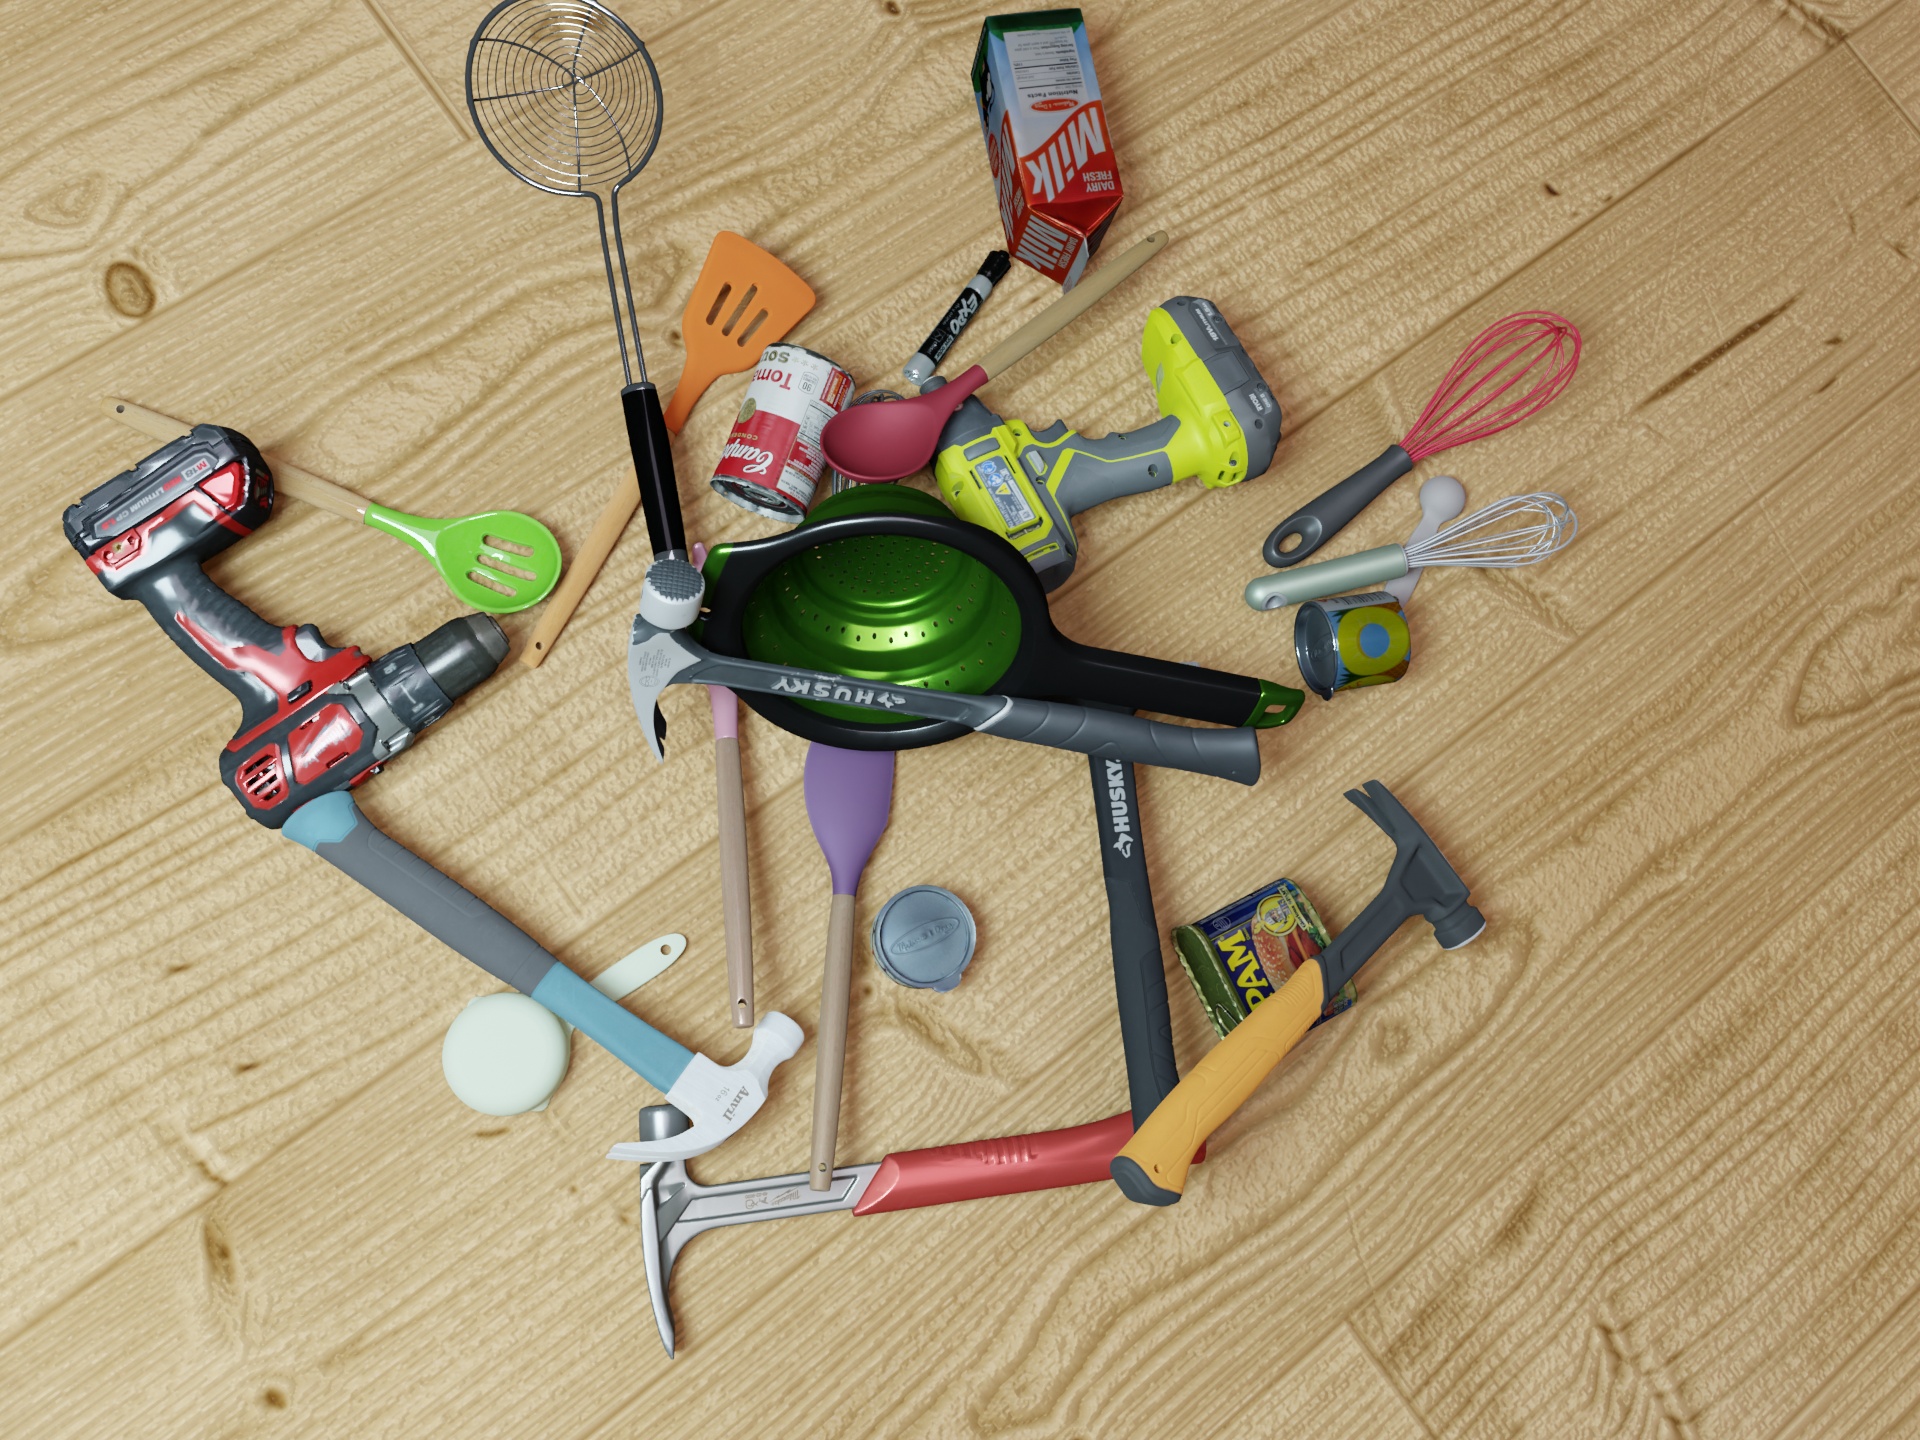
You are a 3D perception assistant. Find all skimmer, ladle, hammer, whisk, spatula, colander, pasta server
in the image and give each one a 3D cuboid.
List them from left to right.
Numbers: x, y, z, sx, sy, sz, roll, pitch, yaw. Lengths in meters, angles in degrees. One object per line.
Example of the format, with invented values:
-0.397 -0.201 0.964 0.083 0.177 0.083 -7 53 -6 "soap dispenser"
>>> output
-0.262 0.148 0.965 0.331 0.033 0.128 35 57 0 "hammer"
-0.229 -0.276 1.015 0.127 0.090 0.363 -13 84 10 "skimmer"
-0.207 -0.176 1.067 0.081 0.041 0.323 33 76 -22 "spatula"
-0.148 0.036 1.013 0.060 0.040 0.316 -4 70 -7 "pasta server"
-0.079 0.138 1.019 0.059 0.018 0.316 6 69 -8 "spatula"
-0.077 -0.114 1.076 0.055 0.055 0.239 14 81 -6 "whisk"
-0.019 0.298 1.005 0.359 0.036 0.149 -5 80 -10 "hammer"
-0.002 -0.003 0.982 0.408 0.149 0.036 10 48 -14 "hammer"
0.029 -0.066 1.011 0.397 0.204 0.095 10 47 -14 "colander"
0.031 -0.251 1.079 0.315 0.031 0.069 -40 70 -20 "ladle"
0.103 0.117 1.021 0.146 0.035 0.335 -4 66 -3 "hammer"
0.203 0.173 0.991 0.337 0.034 0.127 -37 91 -33 "hammer"
0.321 -0.117 1.134 0.246 0.057 0.059 -14 52 -3 "whisk"
0.335 -0.203 1.158 0.296 0.073 0.073 -38 87 -8 "whisk"

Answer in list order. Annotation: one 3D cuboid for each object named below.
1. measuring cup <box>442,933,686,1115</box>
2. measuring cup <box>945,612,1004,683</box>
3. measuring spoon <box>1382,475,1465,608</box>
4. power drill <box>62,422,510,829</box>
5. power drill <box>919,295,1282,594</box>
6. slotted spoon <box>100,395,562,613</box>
-0.243 0.181 0.989 0.167 0.038 0.083 -33 86 -13 "measuring cup"
0.022 -0.071 1.097 0.062 0.029 0.157 22 64 -1 "measuring cup"
0.337 -0.127 1.159 0.034 0.018 0.124 29 76 -3 "measuring spoon"
-0.411 -0.070 0.984 0.188 0.080 0.226 -35 94 -9 "power drill"
0.091 -0.199 1.102 0.223 0.080 0.171 -25 73 -10 "power drill"
-0.408 -0.147 1.036 0.313 0.031 0.070 22 78 -3 "slotted spoon"
